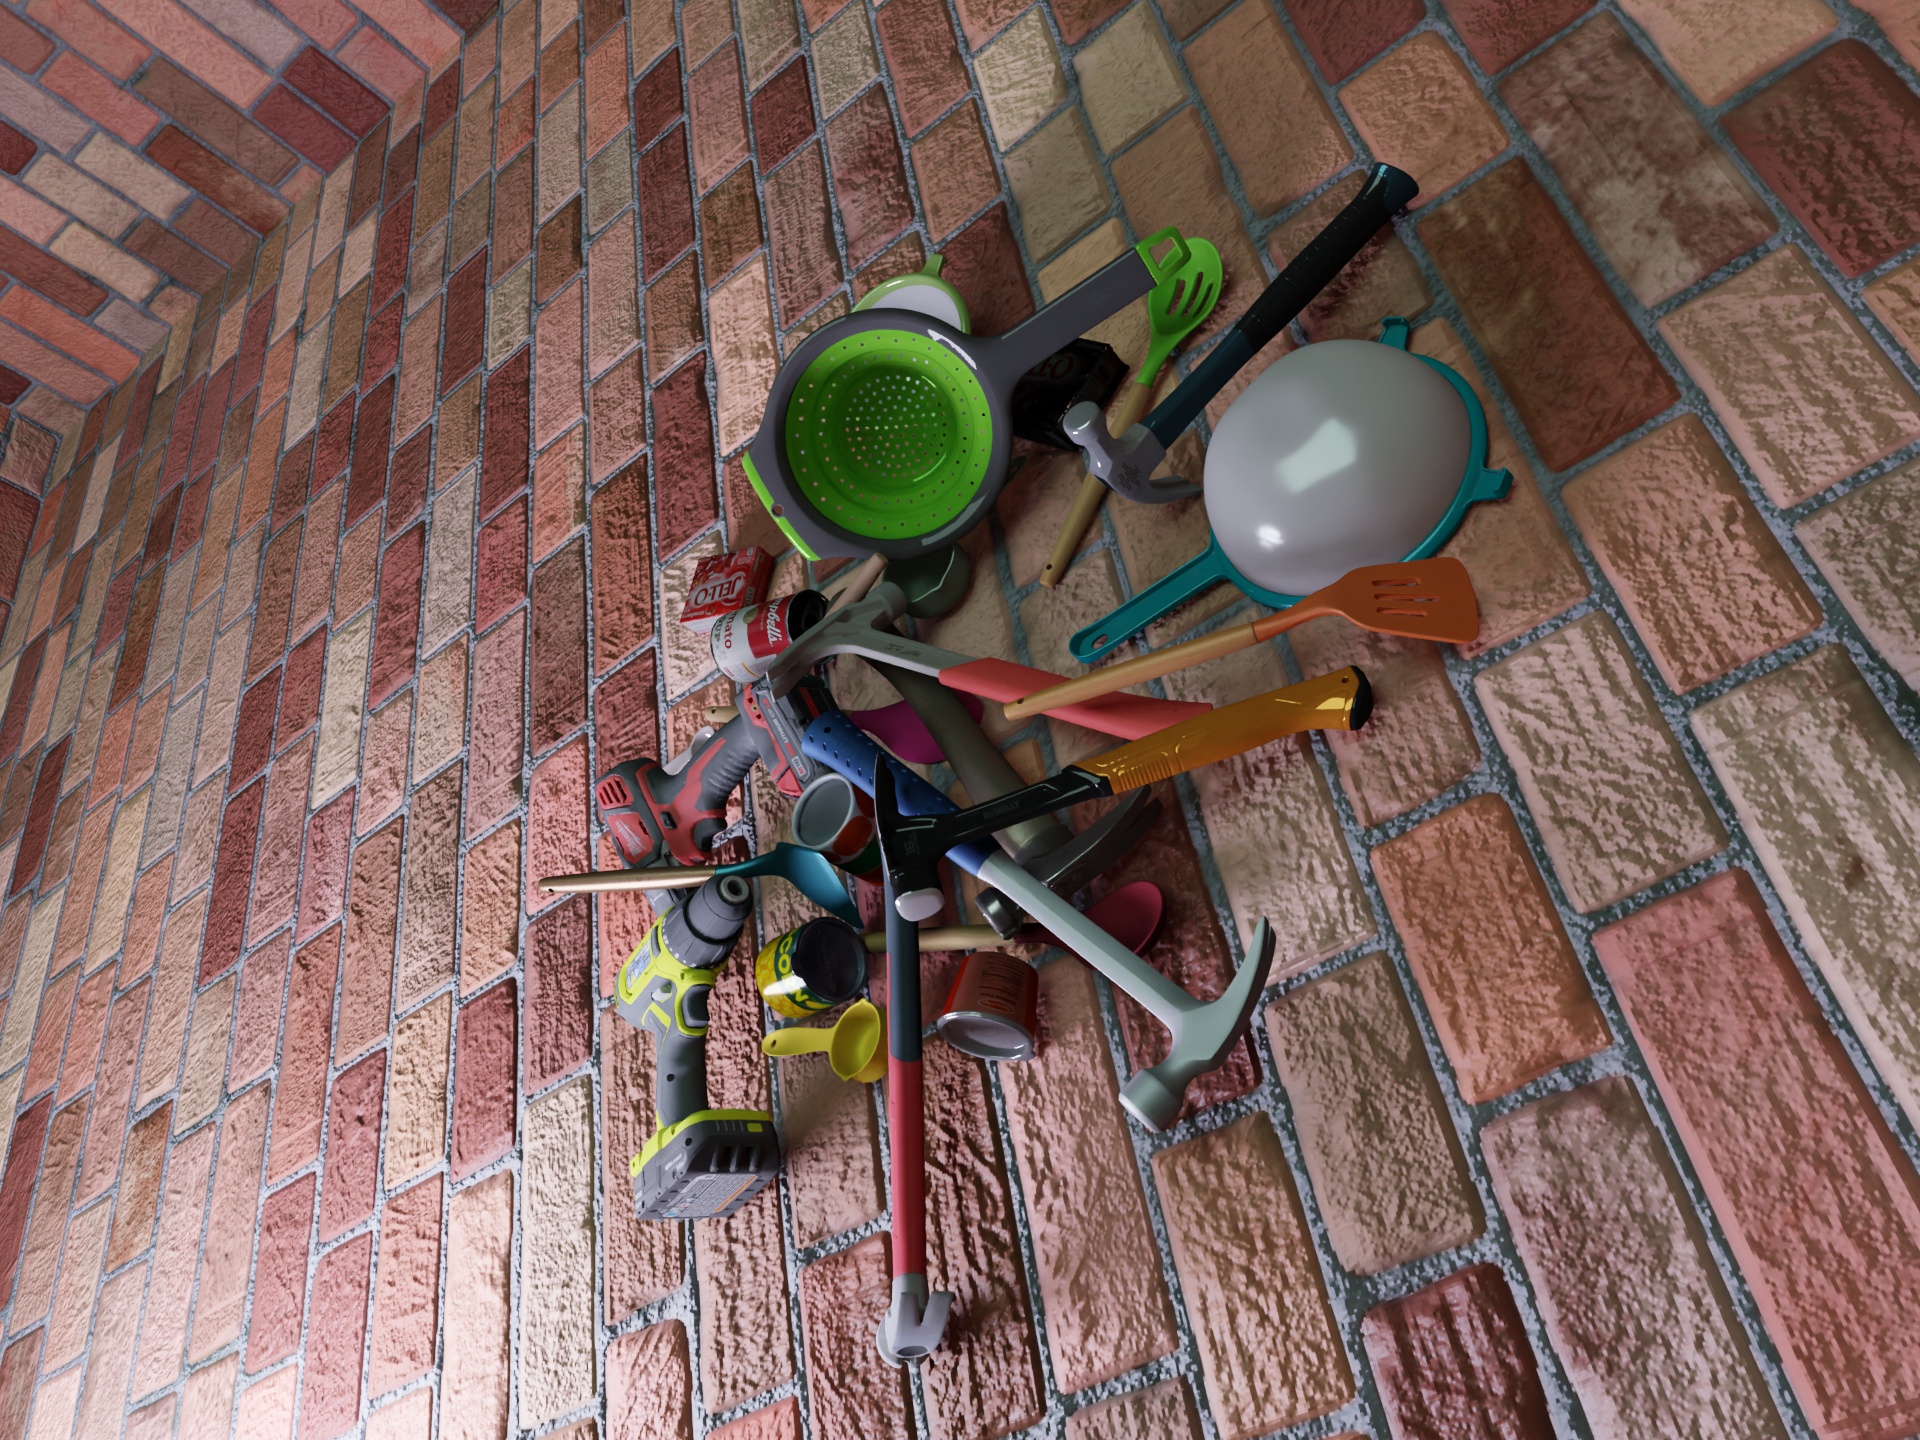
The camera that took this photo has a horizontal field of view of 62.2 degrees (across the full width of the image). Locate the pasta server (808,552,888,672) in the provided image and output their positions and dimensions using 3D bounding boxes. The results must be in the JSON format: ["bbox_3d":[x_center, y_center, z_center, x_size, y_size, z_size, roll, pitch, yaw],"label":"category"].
[{"bbox_3d":[-0.161,-0.027,1.368,0.040,0.060,0.316,44,114,12],"label":"pasta server"}]

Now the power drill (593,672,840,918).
[{"bbox_3d":[-0.187,0.081,1.320,0.226,0.080,0.188,-33,75,19],"label":"power drill"}]

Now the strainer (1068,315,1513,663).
[{"bbox_3d":[0.198,-0.155,1.127,0.340,0.095,0.211,-34,47,20],"label":"strainer"}]

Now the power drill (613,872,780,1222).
[{"bbox_3d":[-0.199,0.244,1.209,0.190,0.080,0.229,-49,43,42],"label":"power drill"}]

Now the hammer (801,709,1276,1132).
[{"bbox_3d":[0.033,0.098,1.074,0.144,0.035,0.406,-47,52,-9],"label":"hammer"}]

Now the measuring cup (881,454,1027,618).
[{"bbox_3d":[0.005,-0.154,1.347,0.167,0.038,0.083,-46,43,1],"label":"measuring cup"}]

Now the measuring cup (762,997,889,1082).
[{"bbox_3d":[-0.099,0.247,1.208,0.156,0.029,0.062,-16,55,49],"label":"measuring cup"}]

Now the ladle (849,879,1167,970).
[{"bbox_3d":[0.021,0.156,1.146,0.315,0.031,0.069,-10,45,40],"label":"ladle"}]

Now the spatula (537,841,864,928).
[{"bbox_3d":[-0.219,0.131,1.275,0.317,0.082,0.044,-6,38,27],"label":"spatula"}]

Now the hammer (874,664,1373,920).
[{"bbox_3d":[0.106,0.027,1.053,0.337,0.034,0.127,-19,48,5],"label":"hammer"}]

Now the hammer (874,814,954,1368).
[{"bbox_3d":[-0.036,0.223,1.082,0.038,0.143,0.387,2,57,-7],"label":"hammer"}]

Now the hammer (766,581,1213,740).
[{"bbox_3d":[0.027,-0.025,1.182,0.359,0.036,0.149,17,44,35],"label":"hammer"}]

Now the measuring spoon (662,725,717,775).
[{"bbox_3d":[-0.262,0.048,1.480,0.124,0.018,0.034,-38,45,28],"label":"measuring spoon"}]

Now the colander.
[{"bbox_3d":[0.011,-0.283,1.316,0.397,0.204,0.094,-32,12,10],"label":"colander"}]

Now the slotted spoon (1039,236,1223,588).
[{"bbox_3d":[0.135,-0.248,1.291,0.070,0.031,0.314,20,82,40],"label":"slotted spoon"}]

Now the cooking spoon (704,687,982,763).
[{"bbox_3d":[-0.109,-0.001,1.362,0.319,0.017,0.069,2,67,40],"label":"cooking spoon"}]

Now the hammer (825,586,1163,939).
[{"bbox_3d":[-0.002,-0.004,1.241,0.146,0.038,0.411,-38,43,-1],"label":"hammer"}]

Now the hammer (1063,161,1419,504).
[{"bbox_3d":[0.221,-0.294,1.191,0.331,0.128,0.033,-46,43,-3],"label":"hammer"}]

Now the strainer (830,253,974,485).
[{"bbox_3d":[-0.023,-0.284,1.440,0.151,0.069,0.257,-33,64,21],"label":"strainer"}]

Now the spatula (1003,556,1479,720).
[{"bbox_3d":[0.179,-0.045,1.070,0.322,0.041,0.081,-18,42,22],"label":"spatula"}]
